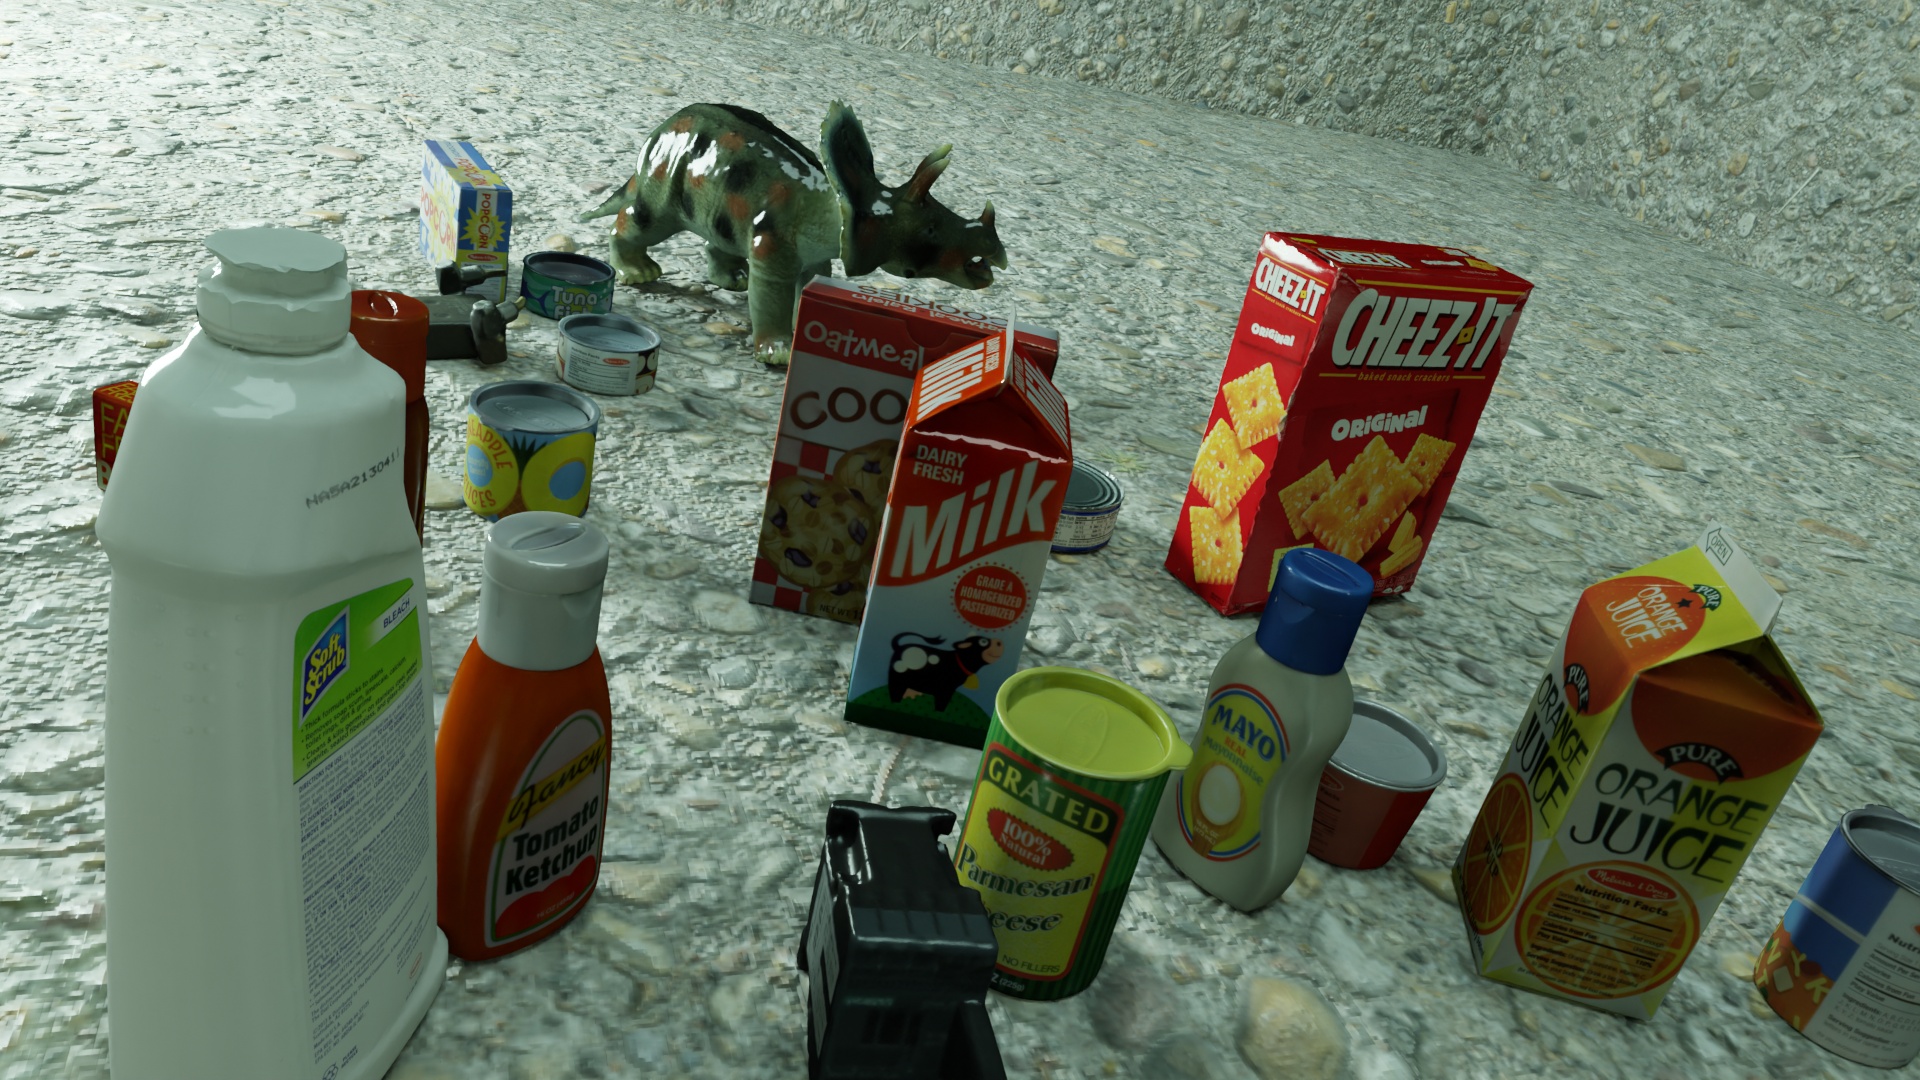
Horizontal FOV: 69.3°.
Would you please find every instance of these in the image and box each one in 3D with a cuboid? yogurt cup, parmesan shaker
[{"bbox_3d":[0.177,0.110,0.625,0.072,0.053,0.073,11,26,-5],"label":"yogurt cup"},{"bbox_3d":[0.036,0.108,0.504,0.071,0.102,0.071,11,25,-5],"label":"parmesan shaker"}]

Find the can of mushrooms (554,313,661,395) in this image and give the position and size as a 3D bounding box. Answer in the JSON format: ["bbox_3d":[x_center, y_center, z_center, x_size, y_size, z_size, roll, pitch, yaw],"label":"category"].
[{"bbox_3d":[-0.233,-0.124,0.919,0.071,0.033,0.071,11,26,-5],"label":"can of mushrooms"}]

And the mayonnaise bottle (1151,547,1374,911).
[{"bbox_3d":[0.125,0.075,0.562,0.041,0.147,0.065,-10,34,-41],"label":"mayonnaise bottle"}]

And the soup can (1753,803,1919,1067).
[{"bbox_3d":[0.385,0.165,0.583,0.071,0.083,0.071,11,26,-5],"label":"soup can"}]

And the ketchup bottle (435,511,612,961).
[{"bbox_3d":[-0.142,0.063,0.453,0.043,0.148,0.065,26,28,25],"label":"ketchup bottle"}]

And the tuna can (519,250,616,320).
[{"bbox_3d":[-0.287,-0.185,1.016,0.071,0.032,0.071,11,26,-5],"label":"tuna can"}]

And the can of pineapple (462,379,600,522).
[{"bbox_3d":[-0.229,-0.046,0.734,0.071,0.057,0.071,11,26,-5],"label":"can of pineapple"}]

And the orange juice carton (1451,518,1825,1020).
[{"bbox_3d":[0.270,0.089,0.554,0.073,0.191,0.072,15,25,2],"label":"orange juice carton"}]

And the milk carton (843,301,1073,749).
[{"bbox_3d":[0.002,-0.008,0.620,0.073,0.189,0.072,12,25,-4],"label":"milk carton"}]

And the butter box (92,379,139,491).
[{"bbox_3d":[-0.359,-0.035,0.654,0.103,0.053,0.024,19,26,11],"label":"butter box"}]

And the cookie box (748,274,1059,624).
[{"bbox_3d":[-0.030,-0.035,0.687,0.123,0.166,0.040,13,25,-2],"label":"cookie box"}]

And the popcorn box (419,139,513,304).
[{"bbox_3d":[-0.365,-0.235,1.018,0.038,0.084,0.127,-4,31,-32],"label":"popcorn box"}]

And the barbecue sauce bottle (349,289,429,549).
[{"bbox_3d":[-0.249,-0.030,0.589,0.044,0.147,0.065,-2,30,-31],"label":"barbecue sauce bottle"}]
